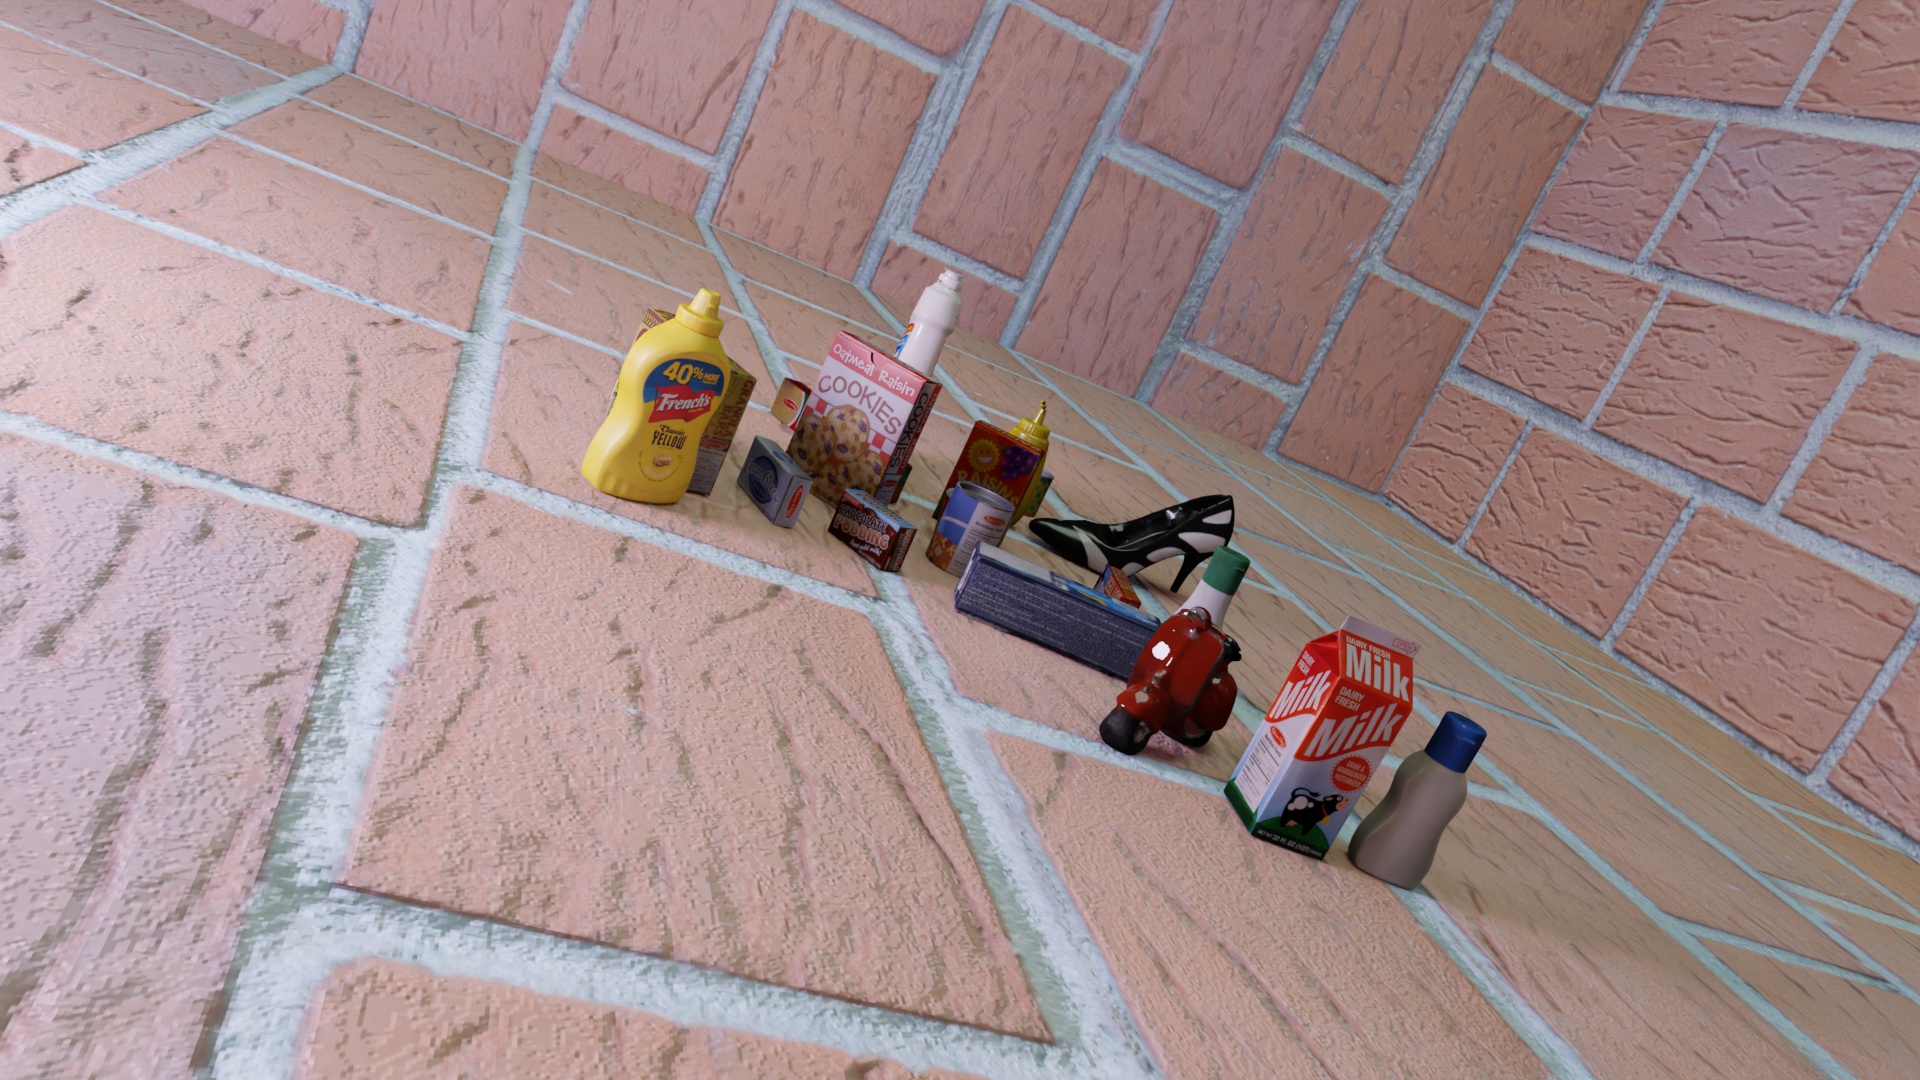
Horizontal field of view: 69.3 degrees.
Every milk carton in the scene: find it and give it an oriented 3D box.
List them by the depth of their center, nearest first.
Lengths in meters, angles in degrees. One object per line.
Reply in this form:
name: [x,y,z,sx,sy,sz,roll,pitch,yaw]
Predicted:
milk carton: [0.296,0.153,1.122,0.072,0.190,0.073,22,14,-14]

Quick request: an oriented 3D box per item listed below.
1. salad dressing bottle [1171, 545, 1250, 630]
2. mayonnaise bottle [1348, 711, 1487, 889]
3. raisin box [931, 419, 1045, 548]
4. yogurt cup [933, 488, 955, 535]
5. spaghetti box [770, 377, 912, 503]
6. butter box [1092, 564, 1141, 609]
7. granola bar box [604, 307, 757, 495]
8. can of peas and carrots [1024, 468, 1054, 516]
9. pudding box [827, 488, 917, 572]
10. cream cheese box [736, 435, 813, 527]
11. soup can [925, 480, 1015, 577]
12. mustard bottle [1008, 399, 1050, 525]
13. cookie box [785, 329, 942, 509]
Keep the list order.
salad dressing bottle: [0.240,0.077,1.384,0.064,0.147,0.044,18,16,-28]
mayonnaise bottle: [0.380,0.211,1.140,0.065,0.147,0.041,24,14,-6]
raisin box: [0.032,-0.065,1.587,0.086,0.123,0.040,27,14,7]
yogurt cup: [0.005,-0.019,1.521,0.072,0.053,0.072,24,14,-6]
spaghetti box: [-0.144,-0.120,1.638,0.029,0.050,0.251,11,20,-45]
butter box: [0.162,0.067,1.480,0.024,0.053,0.104,23,14,-11]
granola bar box: [-0.271,-0.135,1.329,0.039,0.124,0.166,11,20,-45]
can of peas and carrots: [0.079,-0.072,1.821,0.071,0.058,0.071,24,14,-6]
pudding box: [-0.085,-0.011,1.349,0.084,0.049,0.030,35,17,34]
cream cheese box: [-0.181,-0.058,1.347,0.024,0.053,0.104,15,17,-36]
soup can: [0.009,-0.011,1.438,0.071,0.083,0.071,24,14,-6]
mustard bottle: [0.074,-0.098,1.700,0.065,0.159,0.049,33,16,30]
cookie box: [-0.107,-0.118,1.455,0.123,0.167,0.040,32,15,25]
